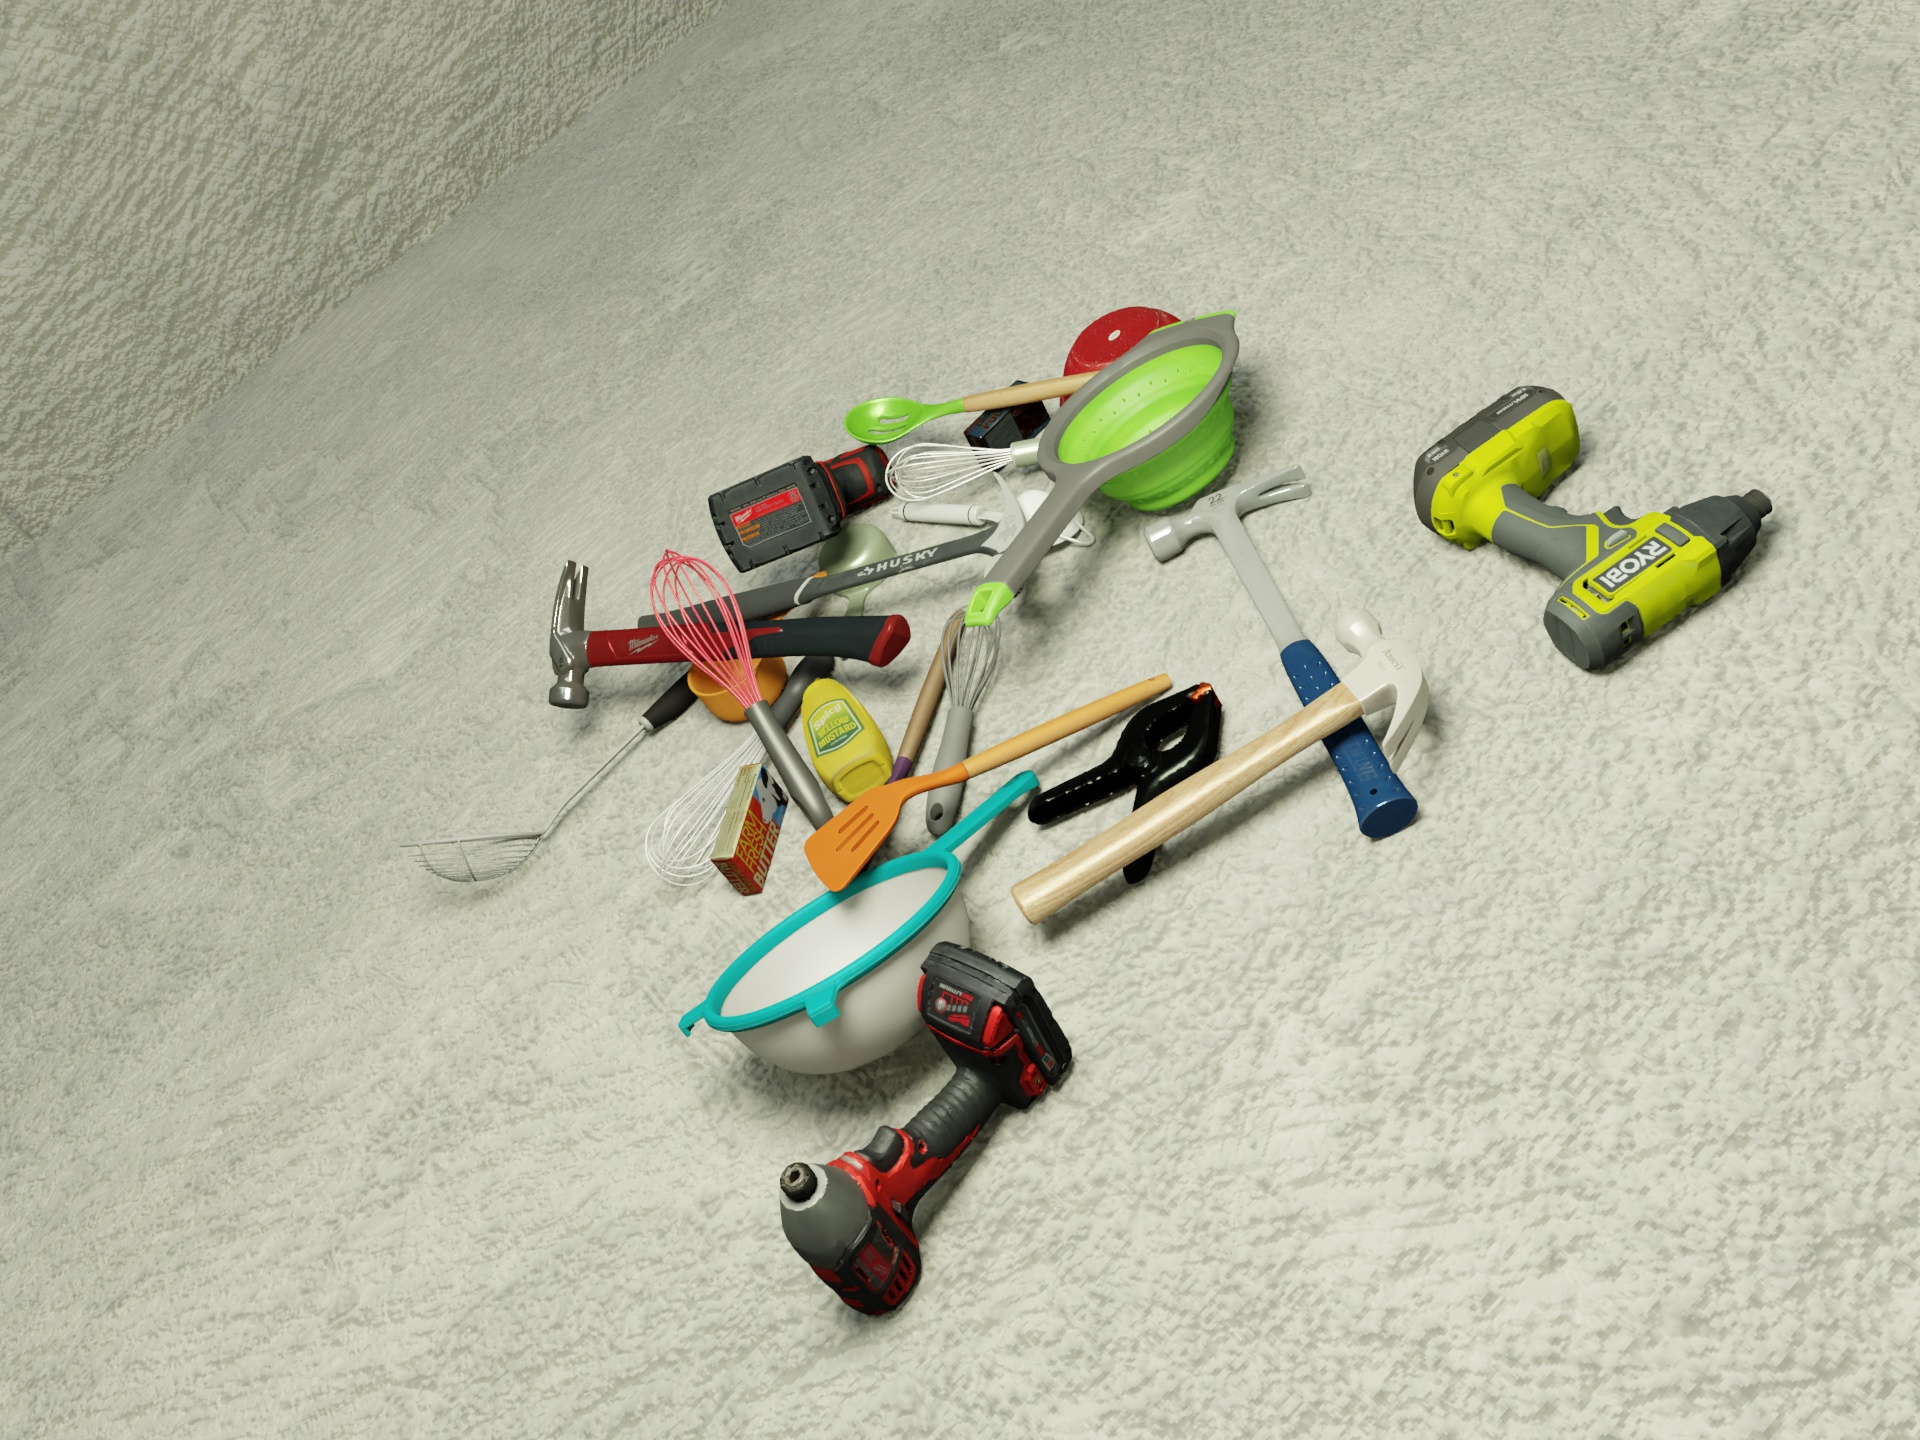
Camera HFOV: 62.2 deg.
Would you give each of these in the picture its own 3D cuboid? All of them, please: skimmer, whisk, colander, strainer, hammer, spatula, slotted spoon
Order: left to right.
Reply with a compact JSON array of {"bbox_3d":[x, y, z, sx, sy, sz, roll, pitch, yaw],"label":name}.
[{"bbox_3d":[-0.365,0.024,1.518,0.363,0.090,0.127,-45,10,-17],"label":"skimmer"},{"bbox_3d":[-0.219,-0.088,1.458,0.386,0.038,0.143,-2,81,28],"label":"hammer"},{"bbox_3d":[-0.187,-0.027,1.377,0.073,0.073,0.296,-32,76,1],"label":"whisk"},{"bbox_3d":[-0.191,0.034,1.425,0.070,0.070,0.285,5,48,37],"label":"whisk"},{"bbox_3d":[-0.125,-0.130,1.479,0.409,0.036,0.149,-13,44,21],"label":"hammer"},{"bbox_3d":[-0.040,0.015,1.355,0.018,0.059,0.316,18,50,2],"label":"spatula"},{"bbox_3d":[-0.032,0.157,1.177,0.340,0.095,0.211,-38,13,-38],"label":"strainer"},{"bbox_3d":[-0.003,-0.005,1.344,0.055,0.055,0.239,-10,50,26],"label":"whisk"},{"bbox_3d":[0.021,-0.198,1.526,0.259,0.050,0.087,10,40,43],"label":"strainer"},{"bbox_3d":[0.028,-0.314,1.566,0.314,0.031,0.070,-6,49,25],"label":"slotted spoon"},{"bbox_3d":[0.027,0.037,1.250,0.322,0.041,0.081,-24,31,-14],"label":"spatula"},{"bbox_3d":[0.045,-0.257,1.545,0.246,0.057,0.059,-9,76,11],"label":"whisk"},{"bbox_3d":[0.134,-0.196,1.384,0.204,0.094,0.397,-1,45,50],"label":"colander"},{"bbox_3d":[0.183,0.047,1.131,0.331,0.031,0.130,-33,40,5],"label":"hammer"},{"bbox_3d":[0.262,-0.065,1.236,0.144,0.035,0.406,-26,41,9],"label":"hammer"}]

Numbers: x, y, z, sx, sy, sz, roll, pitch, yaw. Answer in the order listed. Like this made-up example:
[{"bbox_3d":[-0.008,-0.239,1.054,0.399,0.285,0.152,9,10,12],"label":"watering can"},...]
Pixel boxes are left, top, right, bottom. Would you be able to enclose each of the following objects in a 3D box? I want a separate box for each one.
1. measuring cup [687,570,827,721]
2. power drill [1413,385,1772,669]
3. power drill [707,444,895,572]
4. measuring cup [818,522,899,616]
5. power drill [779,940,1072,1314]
[{"bbox_3d":[-0.180,-0.070,1.521,0.173,0.052,0.095,-45,41,-16],"label":"measuring cup"},{"bbox_3d":[0.457,-0.151,1.167,0.171,0.080,0.223,-35,44,-1],"label":"power drill"},{"bbox_3d":[-0.175,-0.209,1.580,0.188,0.080,0.227,-20,10,16],"label":"power drill"},{"bbox_3d":[-0.109,-0.130,1.541,0.083,0.038,0.168,-15,41,21],"label":"measuring cup"},{"bbox_3d":[-0.030,0.260,1.025,0.079,0.143,0.220,17,59,39],"label":"power drill"}]
